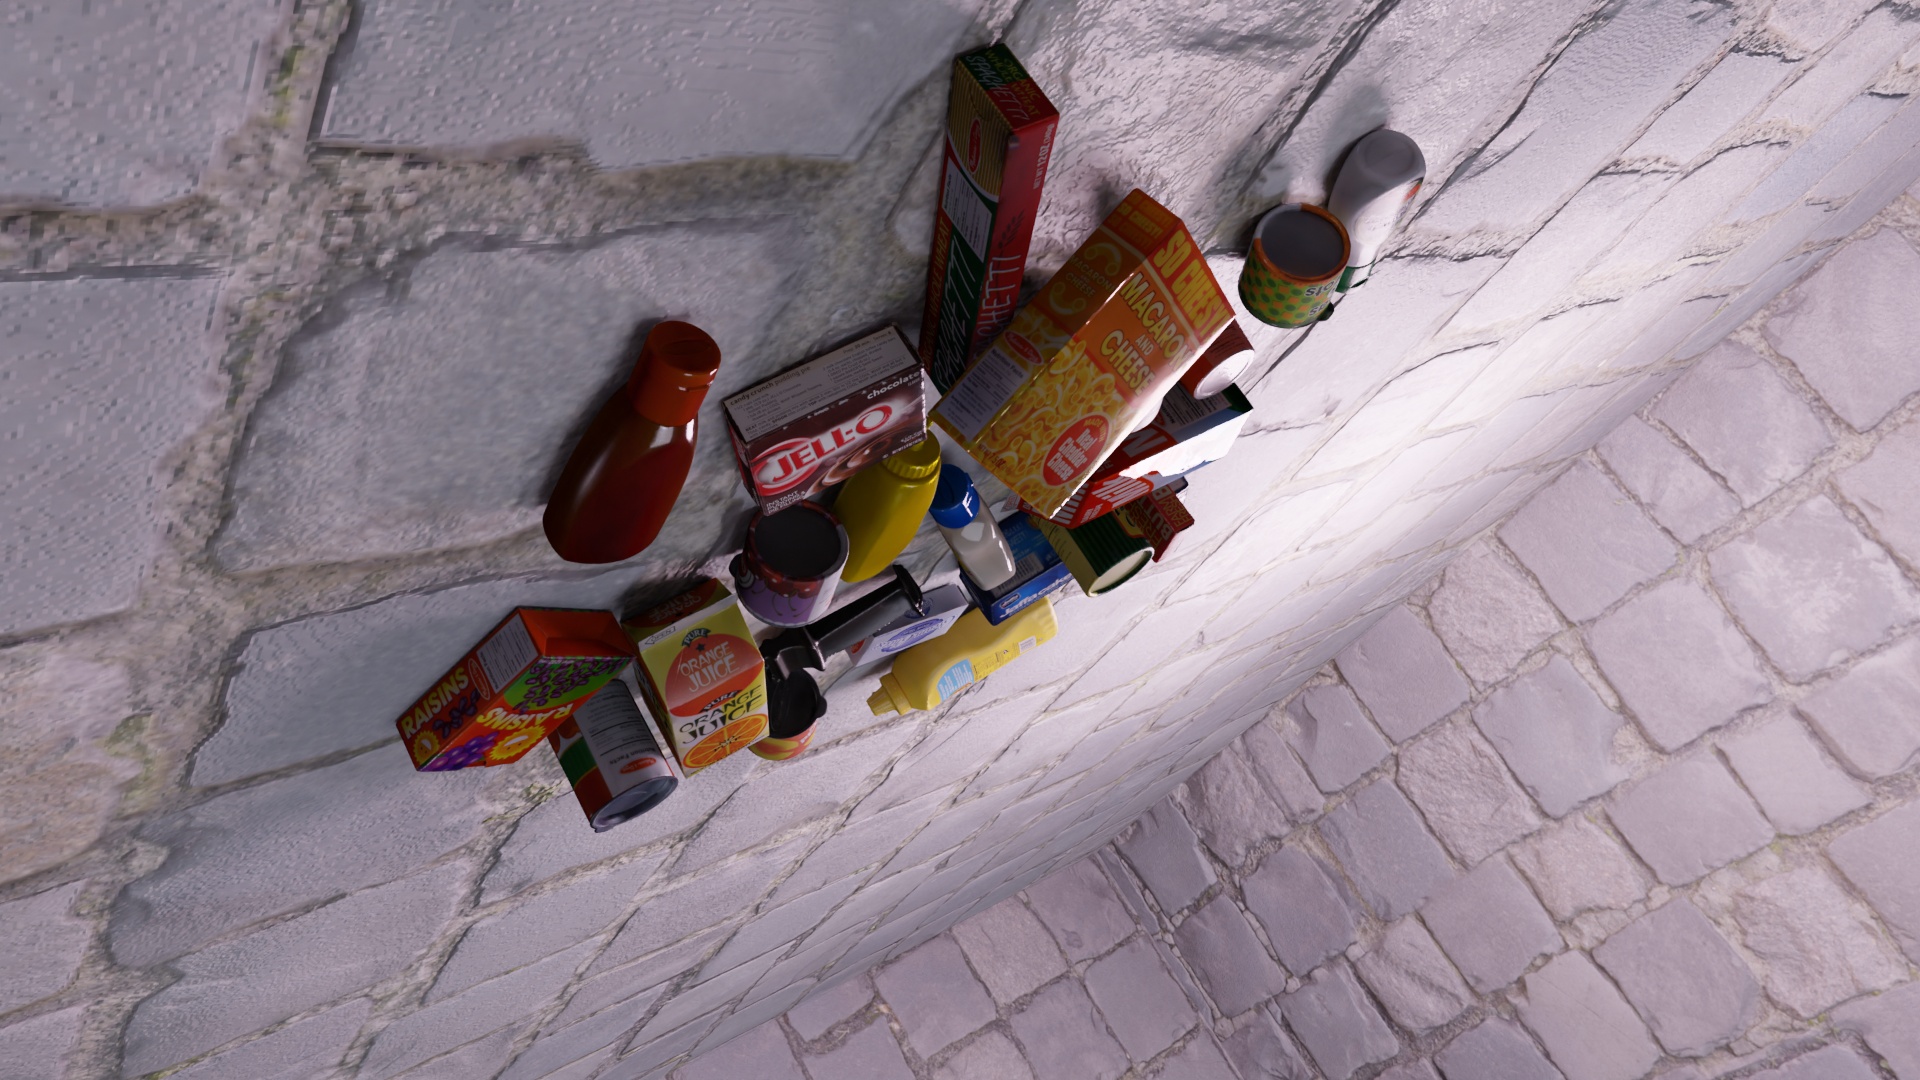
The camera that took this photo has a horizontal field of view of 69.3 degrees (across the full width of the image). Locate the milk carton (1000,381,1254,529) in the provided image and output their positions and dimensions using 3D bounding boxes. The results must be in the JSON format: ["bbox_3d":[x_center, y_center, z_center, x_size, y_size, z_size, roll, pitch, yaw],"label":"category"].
[{"bbox_3d":[0.116,-0.073,1.040,0.191,0.073,0.072,-25,159,-23],"label":"milk carton"}]

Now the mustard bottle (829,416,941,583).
[{"bbox_3d":[-0.046,-0.034,0.911,0.065,0.049,0.159,-32,163,-39],"label":"mustard bottle"}]

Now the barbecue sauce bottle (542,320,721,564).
[{"bbox_3d":[-0.163,-0.048,0.706,0.065,0.044,0.147,-15,153,-42],"label":"barbecue sauce bottle"}]

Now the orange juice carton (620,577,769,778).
[{"bbox_3d":[-0.181,0.091,0.960,0.072,0.073,0.191,-27,159,-18],"label":"orange juice carton"}]

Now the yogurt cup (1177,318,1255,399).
[{"bbox_3d":[0.176,-0.139,1.005,0.072,0.054,0.072,-30,160,-12],"label":"yogurt cup"}]

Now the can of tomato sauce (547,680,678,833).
[{"bbox_3d":[-0.249,0.152,0.982,0.071,0.083,0.071,-29,160,-12],"label":"can of tomato sauce"}]

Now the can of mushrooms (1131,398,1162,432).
[{"bbox_3d":[0.107,-0.107,0.953,0.071,0.071,0.033,-29,161,-13],"label":"can of mushrooms"}]

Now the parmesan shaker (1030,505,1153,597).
[{"bbox_3d":[0.100,-0.013,1.110,0.071,0.103,0.071,-30,160,-12],"label":"parmesan shaker"}]

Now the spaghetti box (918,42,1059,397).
[{"bbox_3d":[0.009,-0.149,0.727,0.029,0.050,0.249,-26,159,-17],"label":"spaghetti box"}]

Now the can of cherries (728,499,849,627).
[{"bbox_3d":[-0.112,0.014,0.901,0.072,0.071,0.058,-22,157,-29],"label":"can of cherries"}]

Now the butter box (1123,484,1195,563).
[{"bbox_3d":[0.145,-0.037,1.125,0.024,0.104,0.052,-25,158,-25],"label":"butter box"}]

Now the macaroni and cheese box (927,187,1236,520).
[{"bbox_3d":[0.073,-0.101,0.789,0.166,0.040,0.123,-48,150,4],"label":"macaroni and cheese box"}]

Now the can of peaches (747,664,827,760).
[{"bbox_3d":[-0.147,0.141,1.138,0.071,0.071,0.057,-25,160,-22],"label":"can of peaches"}]

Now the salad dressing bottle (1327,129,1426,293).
[{"bbox_3d":[0.287,-0.228,0.985,0.064,0.044,0.147,-30,160,-8],"label":"salad dressing bottle"}]

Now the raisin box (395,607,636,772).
[{"bbox_3d":[-0.277,0.094,0.869,0.123,0.040,0.086,-39,161,18],"label":"raisin box"}]

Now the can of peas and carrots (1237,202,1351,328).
[{"bbox_3d":[0.231,-0.187,0.954,0.071,0.071,0.058,-29,159,-13],"label":"can of peas and carrots"}]

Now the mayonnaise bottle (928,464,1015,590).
[{"bbox_3d":[0.004,-0.013,1.028,0.041,0.065,0.147,-30,156,1],"label":"mayonnaise bottle"}]

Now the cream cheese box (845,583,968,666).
[{"bbox_3d":[-0.047,0.073,1.201,0.104,0.024,0.053,-18,157,-36],"label":"cream cheese box"}]
